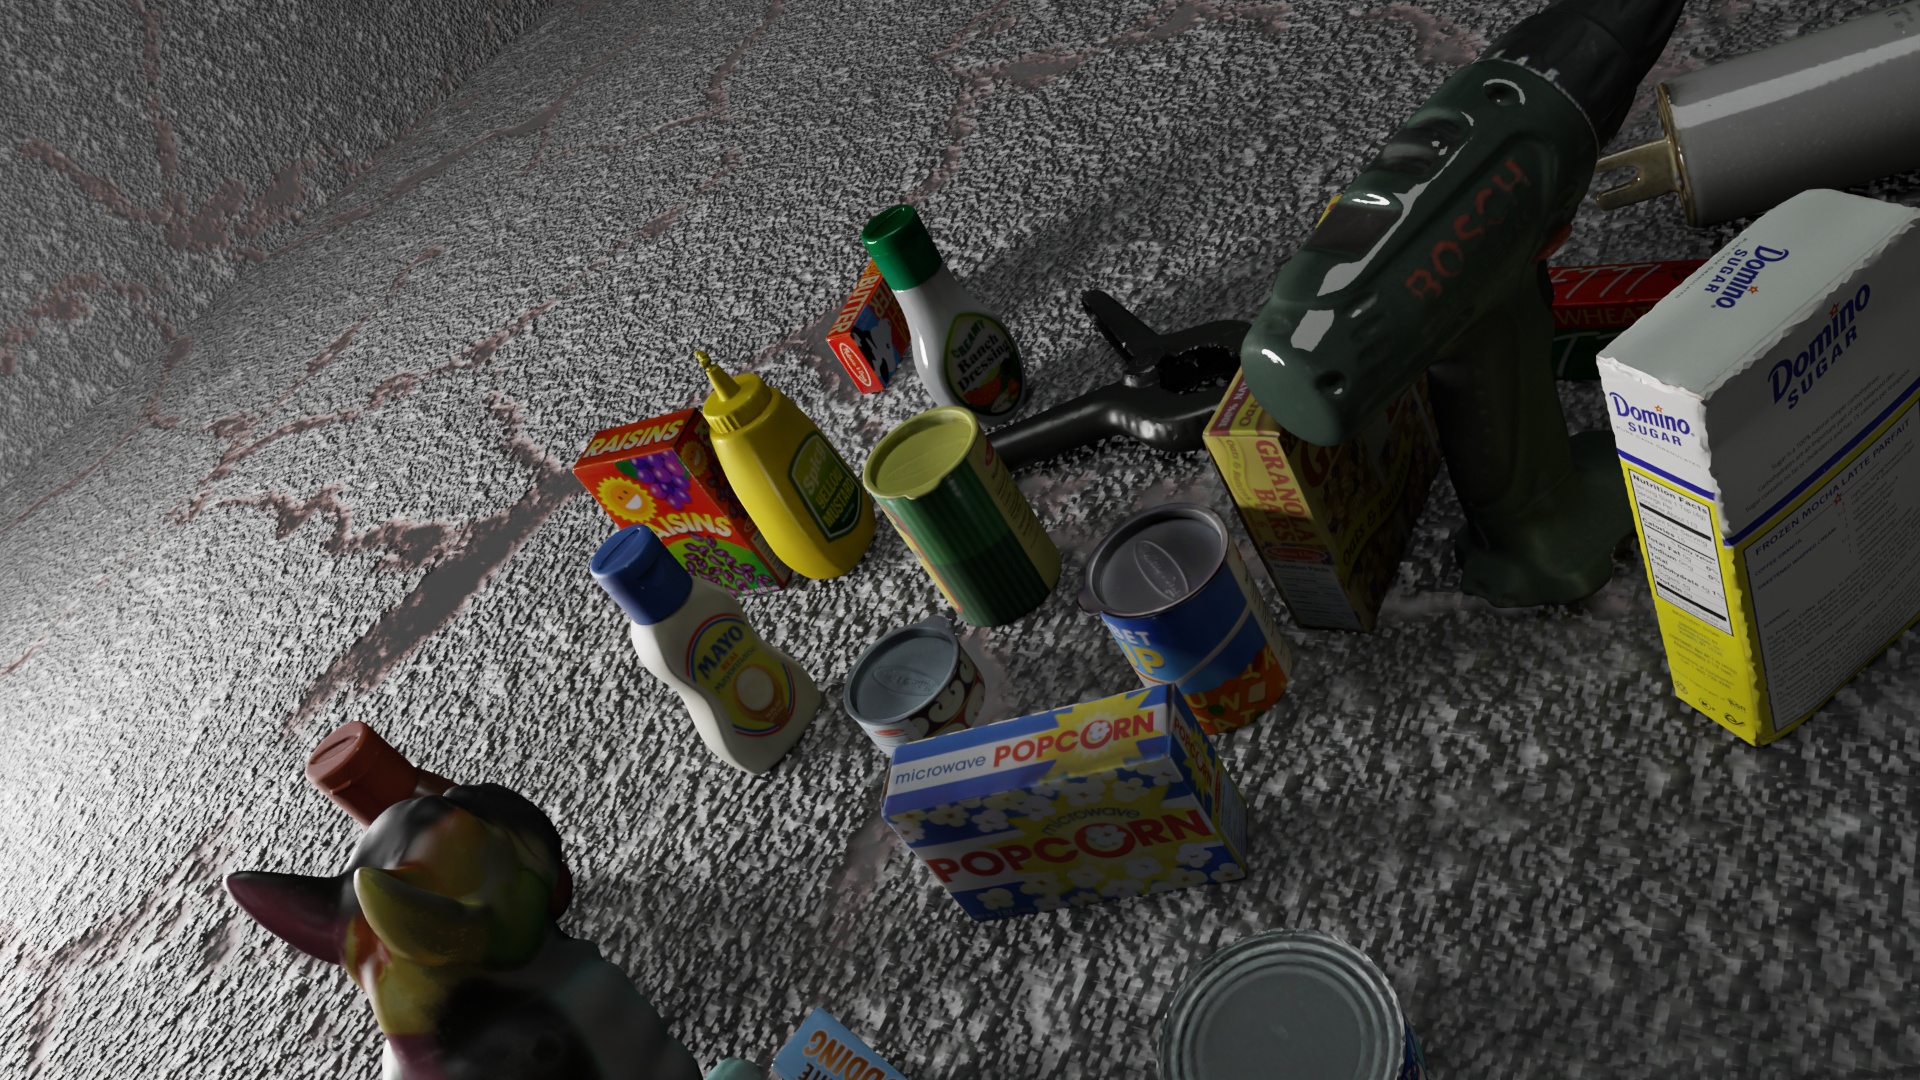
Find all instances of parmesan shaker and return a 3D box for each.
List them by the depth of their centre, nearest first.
[{"bbox_3d":[0.003,-0.009,0.727,0.071,0.102,0.072,-22,36,17],"label":"parmesan shaker"}]

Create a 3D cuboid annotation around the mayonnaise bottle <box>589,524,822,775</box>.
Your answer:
[{"bbox_3d":[-0.133,0.055,0.718,0.041,0.147,0.065,12,55,47],"label":"mayonnaise bottle"}]

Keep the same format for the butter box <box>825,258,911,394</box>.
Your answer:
[{"bbox_3d":[-0.058,-0.158,1.001,0.024,0.053,0.104,-8,42,32],"label":"butter box"}]

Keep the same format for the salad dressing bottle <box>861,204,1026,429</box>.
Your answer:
[{"bbox_3d":[-0.010,-0.135,0.852,0.064,0.147,0.044,-44,36,-15],"label":"salad dressing bottle"}]

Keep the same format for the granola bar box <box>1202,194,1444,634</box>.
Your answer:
[{"bbox_3d":[0.177,-0.060,0.632,0.039,0.123,0.166,2,48,41],"label":"granola bar box"}]

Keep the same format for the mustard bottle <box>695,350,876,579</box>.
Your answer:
[{"bbox_3d":[-0.108,-0.048,0.812,0.049,0.159,0.066,-6,43,34],"label":"mustard bottle"}]

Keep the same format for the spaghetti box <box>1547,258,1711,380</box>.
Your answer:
[{"bbox_3d":[0.296,-0.102,0.653,0.250,0.050,0.029,6,50,42],"label":"spaghetti box"}]

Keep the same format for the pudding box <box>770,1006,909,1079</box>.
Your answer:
[{"bbox_3d":[-0.030,0.217,0.525,0.030,0.049,0.084,-48,37,-20],"label":"pudding box"}]

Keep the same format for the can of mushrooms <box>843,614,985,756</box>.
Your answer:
[{"bbox_3d":[-0.022,0.075,0.706,0.071,0.033,0.071,-21,36,17],"label":"can of mushrooms"}]

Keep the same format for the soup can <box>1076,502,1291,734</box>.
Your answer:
[{"bbox_3d":[0.099,0.037,0.612,0.071,0.083,0.072,-22,36,17],"label":"soup can"}]

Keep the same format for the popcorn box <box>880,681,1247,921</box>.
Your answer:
[{"bbox_3d":[0.043,0.110,0.566,0.126,0.085,0.038,-16,38,23],"label":"popcorn box"}]

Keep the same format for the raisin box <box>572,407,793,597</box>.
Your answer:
[{"bbox_3d":[-0.166,-0.019,0.856,0.086,0.123,0.040,-8,42,32],"label":"raisin box"}]

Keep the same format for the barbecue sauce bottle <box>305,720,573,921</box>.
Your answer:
[{"bbox_3d":[-0.266,0.151,0.707,0.065,0.148,0.044,-28,35,8],"label":"barbecue sauce bottle"}]
